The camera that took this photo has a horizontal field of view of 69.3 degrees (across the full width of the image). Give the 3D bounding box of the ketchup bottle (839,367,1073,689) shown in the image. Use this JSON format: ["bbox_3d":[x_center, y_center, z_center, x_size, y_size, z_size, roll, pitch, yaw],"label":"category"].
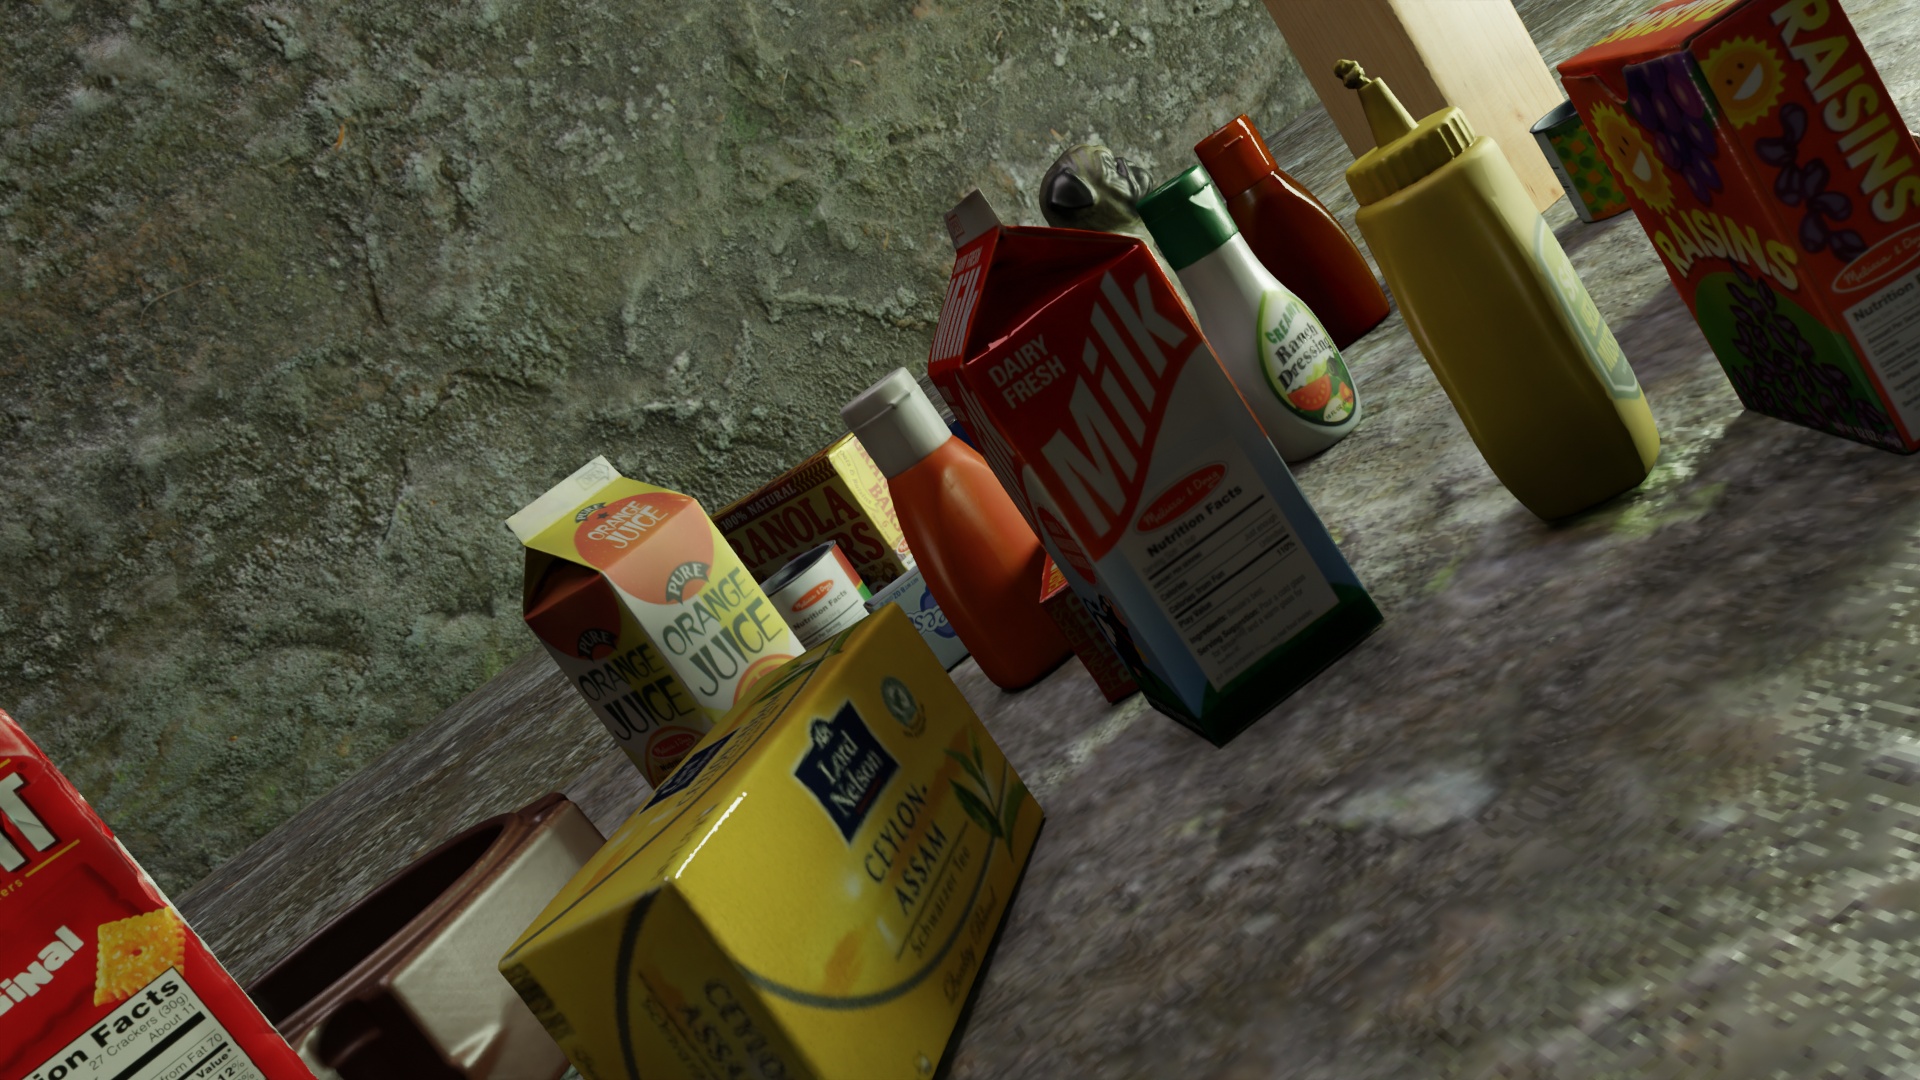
[{"bbox_3d":[0.002,-0.008,0.630,0.065,0.148,0.043,-39,11,-26],"label":"ketchup bottle"}]

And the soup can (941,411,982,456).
[{"bbox_3d":[-0.002,-0.040,0.979,0.071,0.083,0.071,-33,10,7],"label":"soup can"}]

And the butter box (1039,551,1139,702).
[{"bbox_3d":[0.058,0.023,0.579,0.024,0.053,0.104,-32,10,14],"label":"butter box"}]

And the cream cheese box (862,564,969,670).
[{"bbox_3d":[0.005,0.025,0.737,0.104,0.053,0.024,-37,10,-14],"label":"cream cheese box"}]

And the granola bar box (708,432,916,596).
[{"bbox_3d":[-0.084,0.014,0.872,0.165,0.124,0.039,-24,14,46],"label":"granola bar box"}]

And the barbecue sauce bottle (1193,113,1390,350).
[{"bbox_3d":[0.194,-0.183,0.833,0.065,0.148,0.044,-33,10,7],"label":"barbecue sauce bottle"}]

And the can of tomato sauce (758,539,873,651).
[{"bbox_3d":[-0.075,0.052,0.784,0.071,0.083,0.071,-33,10,7],"label":"can of tomato sauce"}]

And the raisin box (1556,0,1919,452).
[{"bbox_3d":[0.224,-0.090,0.383,0.040,0.123,0.086,-33,10,11],"label":"raisin box"}]

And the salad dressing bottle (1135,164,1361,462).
[{"bbox_3d":[0.138,-0.110,0.674,0.064,0.147,0.044,-40,11,-30],"label":"salad dressing bottle"}]

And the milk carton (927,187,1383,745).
[{"bbox_3d":[0.052,-0.033,0.469,0.073,0.190,0.072,-36,10,-6],"label":"milk carton"}]

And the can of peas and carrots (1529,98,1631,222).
[{"bbox_3d":[0.348,-0.211,0.734,0.071,0.058,0.071,-33,10,7],"label":"can of peas and carrots"}]

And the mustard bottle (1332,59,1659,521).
[{"bbox_3d":[0.164,-0.085,0.440,0.048,0.160,0.065,-28,12,34],"label":"mustard bottle"}]

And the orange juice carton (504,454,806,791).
[{"bbox_3d":[-0.136,0.052,0.664,0.073,0.192,0.072,-26,13,39],"label":"orange juice carton"}]
